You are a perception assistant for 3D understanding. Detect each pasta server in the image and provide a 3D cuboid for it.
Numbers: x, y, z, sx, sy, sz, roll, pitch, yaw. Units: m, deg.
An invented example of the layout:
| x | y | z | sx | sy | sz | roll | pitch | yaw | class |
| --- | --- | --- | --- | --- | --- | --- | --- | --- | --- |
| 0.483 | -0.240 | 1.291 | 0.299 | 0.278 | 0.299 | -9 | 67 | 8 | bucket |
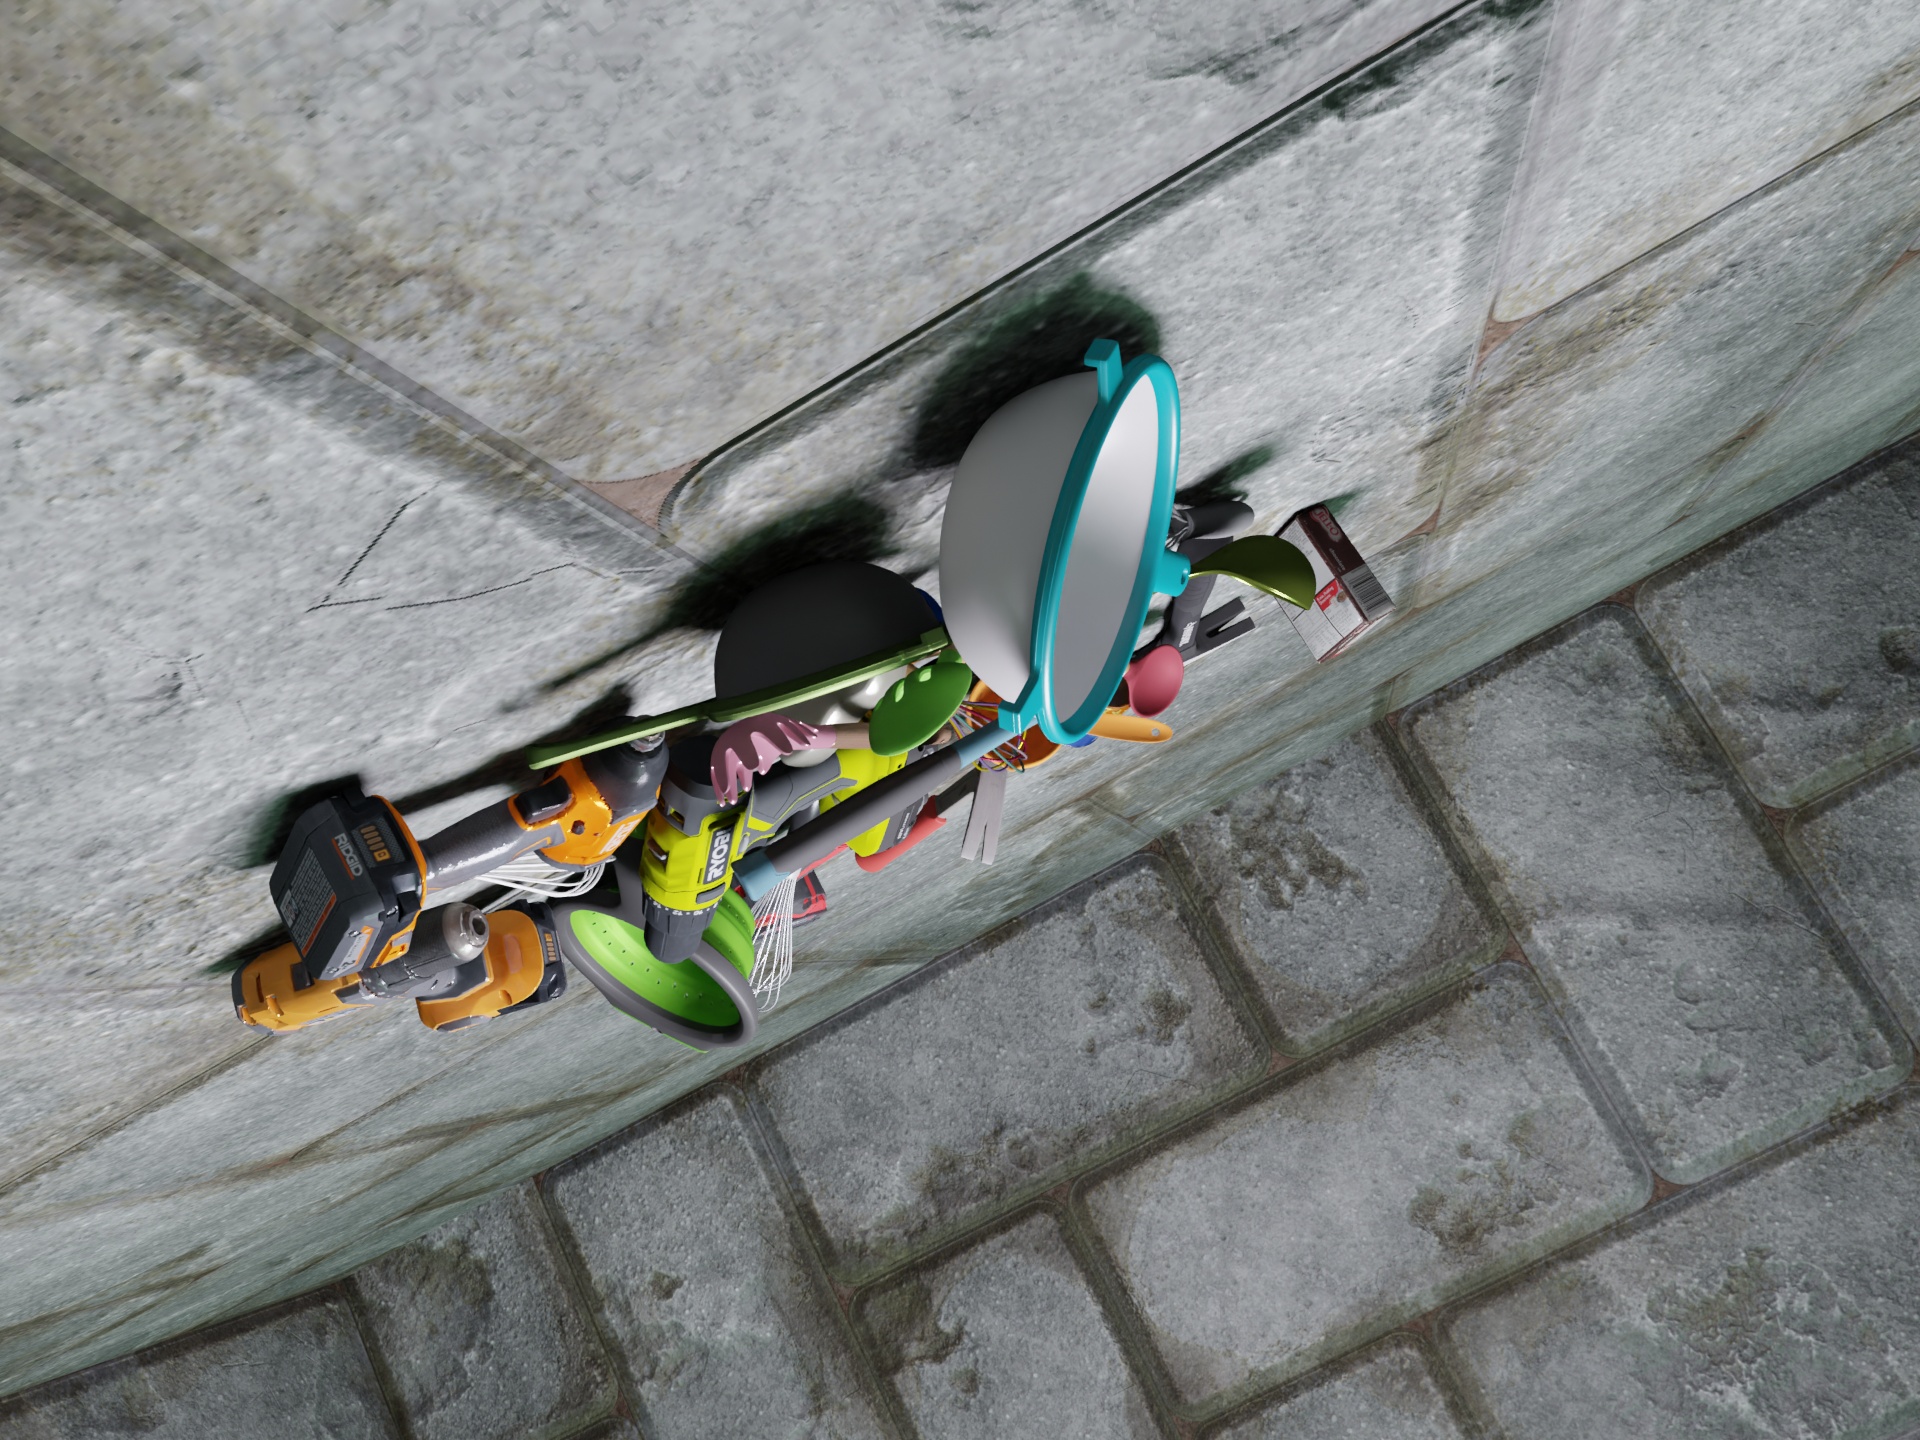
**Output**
| x | y | z | sx | sy | sz | roll | pitch | yaw | class |
| --- | --- | --- | --- | --- | --- | --- | --- | --- | --- |
| -0.070 | 0.016 | 1.018 | 0.060 | 0.040 | 0.316 | -37 | 167 | 19 | pasta server |

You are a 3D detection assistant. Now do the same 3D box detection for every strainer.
| x | y | z | sx | sy | sz | roll | pitch | yaw | class |
| --- | --- | --- | --- | --- | --- | --- | --- | --- | --- |
| -0.132 | -0.038 | 0.909 | 0.256 | 0.069 | 0.151 | -17 | -173 | -1 | strainer |
| 0.063 | -0.101 | 0.921 | 0.095 | 0.211 | 0.340 | 15 | -174 | 17 | strainer |

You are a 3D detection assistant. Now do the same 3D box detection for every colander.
| x | y | z | sx | sy | sz | roll | pitch | yaw | class |
| --- | --- | --- | --- | --- | --- | --- | --- | --- | --- |
| -0.238 | 0.140 | 1.307 | 0.094 | 0.204 | 0.396 | -59 | 168 | -33 | colander |

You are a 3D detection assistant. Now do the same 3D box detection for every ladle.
| x | y | z | sx | sy | sz | roll | pitch | yaw | class |
| --- | --- | --- | --- | --- | --- | --- | --- | --- | --- |
| 0.125 | -0.046 | 1.304 | 0.069 | 0.031 | 0.315 | -67 | 157 | 5 | ladle |
| 0.097 | -0.072 | 1.138 | 0.320 | 0.062 | 0.078 | -15 | -172 | 0 | ladle |

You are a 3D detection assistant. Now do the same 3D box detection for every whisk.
| x | y | z | sx | sy | sz | roll | pitch | yaw | class |
| --- | --- | --- | --- | --- | --- | --- | --- | --- | --- |
| 0.159 | -0.142 | 1.138 | 0.055 | 0.055 | 0.239 | -36 | 169 | 33 | whisk |
| -0.332 | 0.099 | 1.073 | 0.059 | 0.058 | 0.246 | 1 | -179 | 35 | whisk |
| -0.160 | 0.153 | 1.418 | 0.070 | 0.070 | 0.284 | -15 | 137 | -43 | whisk |
| -0.003 | -0.002 | 1.198 | 0.047 | 0.051 | 0.244 | -23 | 157 | 17 | whisk |

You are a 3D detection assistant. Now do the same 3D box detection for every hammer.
| x | y | z | sx | sy | sz | roll | pitch | yaw | class |
| --- | --- | --- | --- | --- | --- | --- | --- | --- | --- |
| 0.205 | -0.104 | 1.394 | 0.146 | 0.035 | 0.334 | -26 | 167 | -4 | hammer |
| -0.035 | 0.105 | 1.558 | 0.036 | 0.149 | 0.359 | 16 | 157 | -16 | hammer |
| -0.017 | 0.034 | 1.119 | 0.331 | 0.033 | 0.128 | -30 | 171 | -23 | hammer |

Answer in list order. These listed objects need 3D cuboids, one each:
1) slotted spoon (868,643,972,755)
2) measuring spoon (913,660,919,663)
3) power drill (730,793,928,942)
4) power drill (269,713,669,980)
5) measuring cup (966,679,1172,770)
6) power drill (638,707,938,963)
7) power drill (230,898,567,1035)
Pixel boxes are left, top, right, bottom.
| x | y | z | sx | sy | sz | roll | pitch | yaw | class |
| --- | --- | --- | --- | --- | --- | --- | --- | --- | --- |
| -0.004 | -0.043 | 0.994 | 0.070 | 0.031 | 0.314 | -31 | -171 | 17 | slotted spoon |
| -0.064 | -0.037 | 1.170 | 0.117 | 0.011 | 0.021 | -21 | 179 | -12 | measuring spoon |
| -0.130 | 0.121 | 1.506 | 0.143 | 0.079 | 0.219 | -13 | 158 | -49 | power drill |
| -0.283 | 0.064 | 0.963 | 0.226 | 0.084 | 0.164 | -22 | 166 | -40 | power drill |
| 0.091 | 0.003 | 1.351 | 0.173 | 0.095 | 0.052 | 7 | 173 | 1 | measuring cup |
| -0.136 | 0.076 | 1.172 | 0.228 | 0.080 | 0.190 | -22 | 142 | -40 | power drill |
| -0.374 | 0.173 | 1.148 | 0.185 | 0.084 | 0.226 | -19 | 167 | 17 | power drill |
